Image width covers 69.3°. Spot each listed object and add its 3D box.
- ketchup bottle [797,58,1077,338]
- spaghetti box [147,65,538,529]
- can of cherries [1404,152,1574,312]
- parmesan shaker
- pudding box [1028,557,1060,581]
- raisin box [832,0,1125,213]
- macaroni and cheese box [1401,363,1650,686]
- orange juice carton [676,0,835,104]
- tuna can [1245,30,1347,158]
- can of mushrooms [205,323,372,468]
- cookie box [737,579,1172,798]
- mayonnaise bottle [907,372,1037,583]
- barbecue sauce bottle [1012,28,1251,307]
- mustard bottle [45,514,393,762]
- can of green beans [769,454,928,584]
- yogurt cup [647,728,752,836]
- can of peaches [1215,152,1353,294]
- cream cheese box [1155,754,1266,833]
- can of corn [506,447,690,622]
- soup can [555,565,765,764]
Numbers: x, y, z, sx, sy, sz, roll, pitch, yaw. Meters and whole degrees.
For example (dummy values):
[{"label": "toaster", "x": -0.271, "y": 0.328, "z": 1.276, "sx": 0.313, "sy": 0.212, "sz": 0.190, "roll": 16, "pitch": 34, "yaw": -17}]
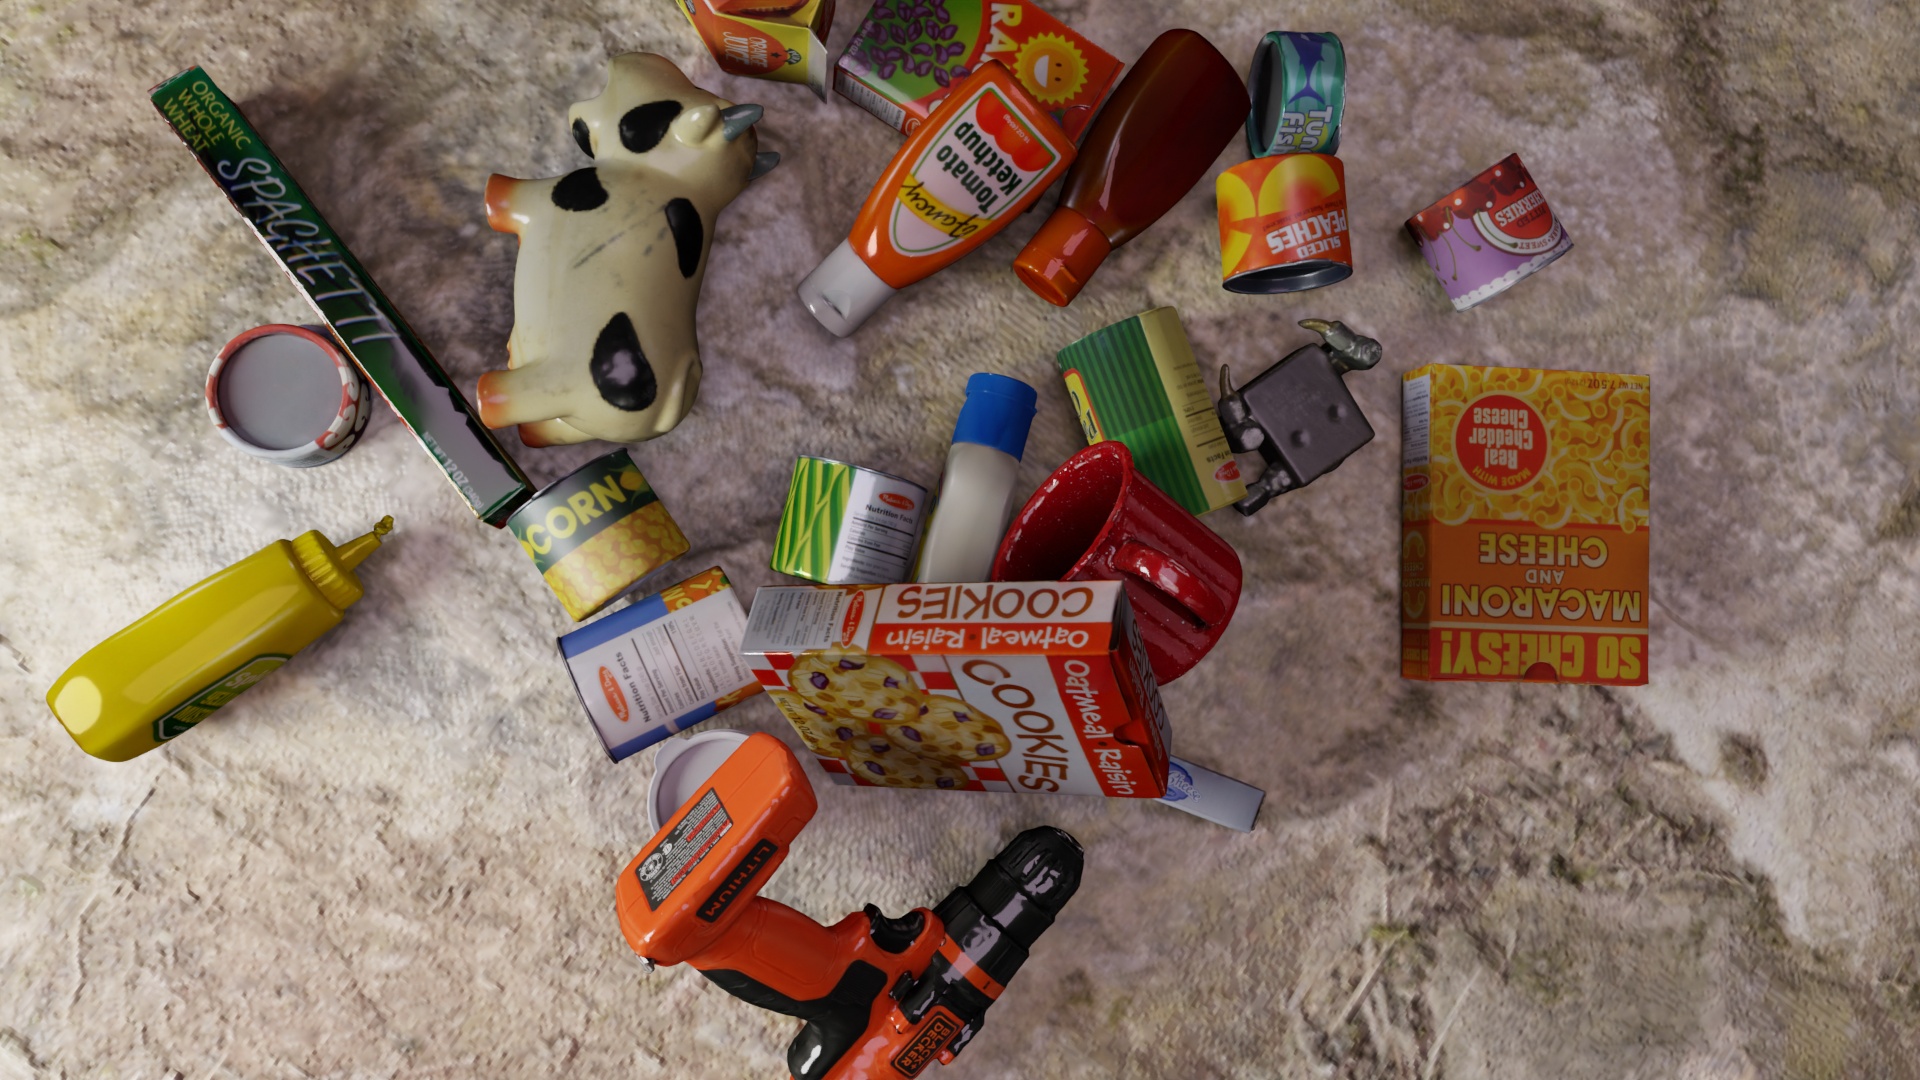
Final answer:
[{"label": "ketchup bottle", "x": -0.016, "y": -0.162, "z": 0.681, "sx": 0.148, "sy": 0.044, "sz": 0.064, "roll": -41, "pitch": 106, "yaw": 16}, {"label": "spaghetti box", "x": -0.290, "y": -0.113, "z": 0.661, "sx": 0.029, "sy": 0.050, "sz": 0.250, "roll": -38, "pitch": 92, "yaw": -10}, {"label": "can of cherries", "x": 0.279, "y": -0.163, "z": 0.731, "sx": 0.071, "sy": 0.071, "sz": 0.058, "roll": -32, "pitch": 91, "yaw": -8}, {"label": "parmesan shaker", "x": 0.097, "y": -0.059, "z": 0.705, "sx": 0.071, "sy": 0.071, "sz": 0.103, "roll": -21, "pitch": 89, "yaw": -8}, {"label": "pudding box", "x": 0.051, "y": 0.049, "z": 0.698, "sx": 0.030, "sy": 0.049, "sz": 0.083, "roll": -39, "pitch": 93, "yaw": -9}, {"label": "raisin box", "x": 0.008, "y": -0.239, "z": 0.714, "sx": 0.123, "sy": 0.040, "sz": 0.086, "roll": 32, "pitch": 82, "yaw": -6}, {"label": "macaroni and cheese box", "x": 0.300, "y": -0.007, "z": 0.740, "sx": 0.124, "sy": 0.040, "sz": 0.166, "roll": 2, "pitch": 86, "yaw": -7}, {"label": "orange juice carton", "x": -0.119, "y": -0.307, "z": 0.684, "sx": 0.073, "sy": 0.072, "sz": 0.192, "roll": -33, "pitch": 91, "yaw": -8}, {"label": "tuna can", "x": 0.174, "y": -0.228, "z": 0.721, "sx": 0.033, "sy": 0.071, "sz": 0.071, "roll": -1, "pitch": 87, "yaw": -6}, {"label": "can of mushrooms", "x": -0.320, "y": -0.071, "z": 0.663, "sx": 0.071, "sy": 0.033, "sz": 0.071, "roll": 0, "pitch": 87, "yaw": -7}, {"label": "cookie box", "x": 0.002, "y": 0.069, "z": 0.623, "sx": 0.167, "sy": 0.122, "sz": 0.040, "roll": -1, "pitch": 52, "yaw": 19}, {"label": "mayonnaise bottle", "x": 0.002, "y": -0.009, "z": 0.691, "sx": 0.041, "sy": 0.064, "sz": 0.148, "roll": 16, "pitch": 81, "yaw": -3}, {"label": "barbecue sauce bottle", "x": 0.085, "y": -0.188, "z": 0.717, "sx": 0.064, "sy": 0.044, "sz": 0.148, "roll": 41, "pitch": 83, "yaw": -31}, {"label": "mustard bottle", "x": -0.330, "y": 0.038, "z": 0.641, "sx": 0.160, "sy": 0.065, "sz": 0.049, "roll": -36, "pitch": 88, "yaw": -12}, {"label": "can of green beans", "x": -0.055, "y": -0.005, "z": 0.679, "sx": 0.071, "sy": 0.071, "sz": 0.058, "roll": 15, "pitch": 86, "yaw": -7}, {"label": "yogurt cup", "x": -0.114, "y": 0.123, "z": 0.669, "sx": 0.072, "sy": 0.054, "sz": 0.072, "roll": 0, "pitch": 87, "yaw": -8}, {"label": "can of peaches", "x": 0.167, "y": -0.163, "z": 0.716, "sx": 0.071, "sy": 0.071, "sz": 0.058, "roll": -3, "pitch": 87, "yaw": -8}, {"label": "cream cheese box", "x": 0.095, "y": 0.116, "z": 0.699, "sx": 0.104, "sy": 0.053, "sz": 0.024, "roll": 22, "pitch": 83, "yaw": -6}, {"label": "can of corn", "x": -0.171, "y": -0.002, "z": 0.660, "sx": 0.071, "sy": 0.071, "sz": 0.058, "roll": -34, "pitch": 93, "yaw": -8}, {"label": "soup can", "x": -0.140, "y": 0.058, "z": 0.664, "sx": 0.084, "sy": 0.071, "sz": 0.071, "roll": -25, "pitch": 91, "yaw": -13}]
